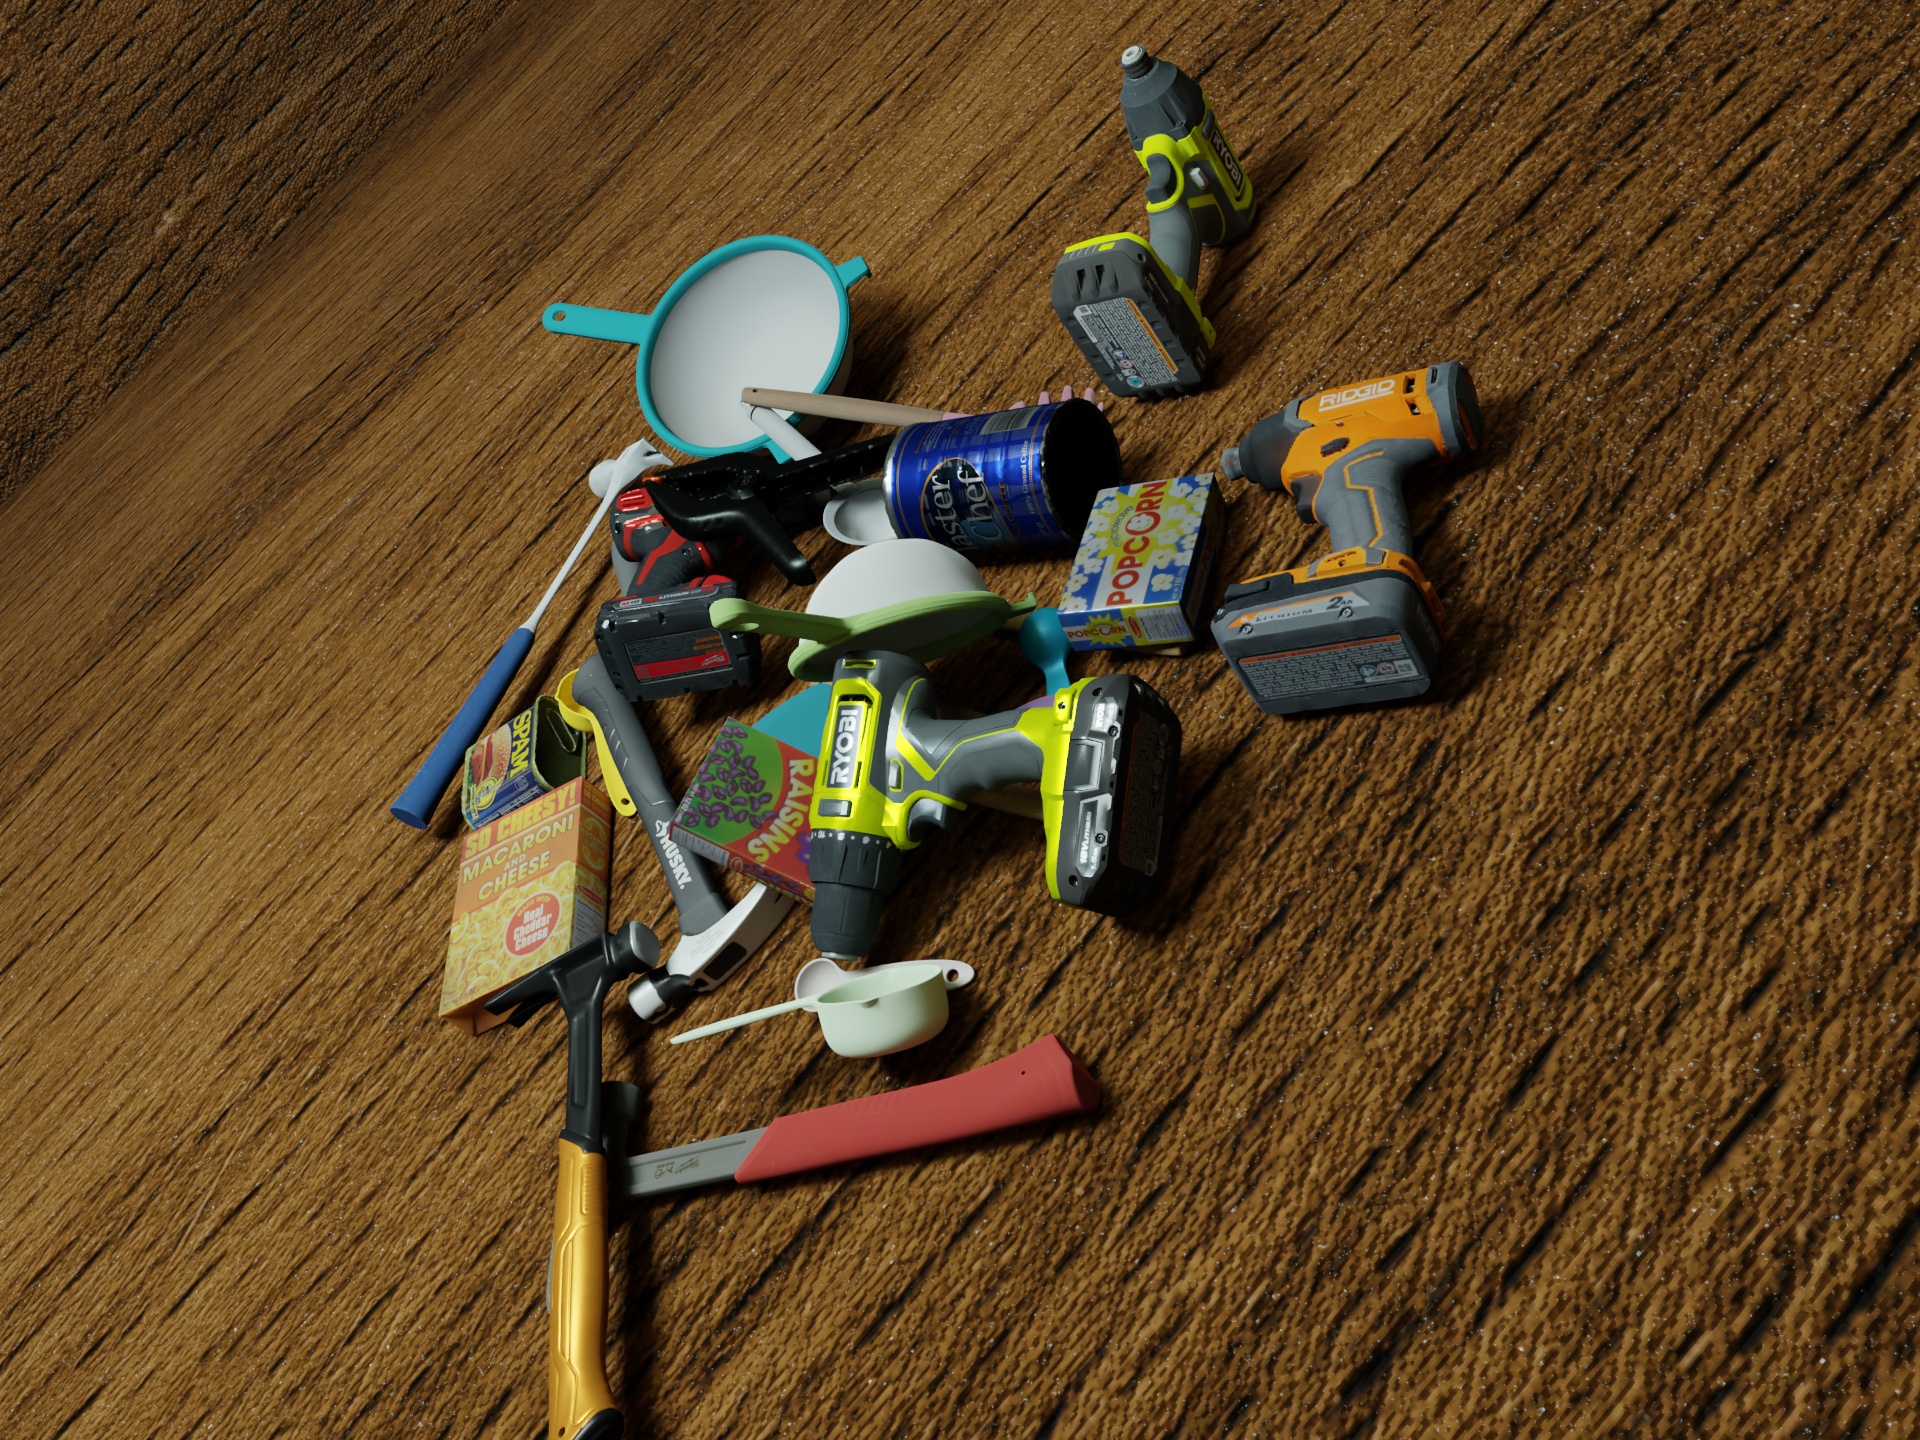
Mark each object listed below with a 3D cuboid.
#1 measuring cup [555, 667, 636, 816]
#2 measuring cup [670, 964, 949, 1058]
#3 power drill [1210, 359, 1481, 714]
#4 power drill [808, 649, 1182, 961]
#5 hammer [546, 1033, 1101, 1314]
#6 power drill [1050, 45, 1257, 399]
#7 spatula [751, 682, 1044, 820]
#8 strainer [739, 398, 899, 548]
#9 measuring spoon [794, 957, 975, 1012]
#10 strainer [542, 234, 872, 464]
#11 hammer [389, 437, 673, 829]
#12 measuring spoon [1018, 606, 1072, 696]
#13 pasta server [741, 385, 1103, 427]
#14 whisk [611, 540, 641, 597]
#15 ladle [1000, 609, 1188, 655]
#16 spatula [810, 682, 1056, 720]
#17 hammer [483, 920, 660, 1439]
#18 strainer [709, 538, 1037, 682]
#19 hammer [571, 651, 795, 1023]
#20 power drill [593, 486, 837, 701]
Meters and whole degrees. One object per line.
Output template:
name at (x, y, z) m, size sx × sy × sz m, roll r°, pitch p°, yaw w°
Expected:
measuring cup at (-0.282, 0.022, 1.269) m, size 0.062 × 0.029 × 0.157 m, roll -11°, pitch 53°, yaw -19°
measuring cup at (-0.087, 0.181, 0.928) m, size 0.167 × 0.038 × 0.083 m, roll -15°, pitch 2°, yaw 7°
power drill at (0.220, -0.115, 0.959) m, size 0.164 × 0.084 × 0.227 m, roll -8°, pitch 47°, yaw 34°
power drill at (0.006, 0.055, 0.947) m, size 0.228 × 0.080 × 0.191 m, roll 1°, pitch 76°, yaw 34°
hammer at (-0.087, 0.250, 0.915) m, size 0.359 × 0.036 × 0.149 m, roll -18°, pitch 46°, yaw 26°
power drill at (0.144, -0.365, 1.165) m, size 0.080 × 0.171 × 0.223 m, roll -3°, pitch 57°, yaw 36°
spatula at (-0.007, 0.033, 1.032) m, size 0.318 × 0.044 × 0.082 m, roll 12°, pitch 37°, yaw 41°
strainer at (-0.103, -0.194, 1.265) m, size 0.087 × 0.050 × 0.259 m, roll -31°, pitch 54°, yaw -22°
measuring spoon at (-0.045, 0.162, 0.978) m, size 0.124 × 0.018 × 0.034 m, roll -8°, pitch 62°, yaw 24°
strainer at (-0.228, -0.328, 1.437) m, size 0.340 × 0.095 × 0.211 m, roll 15°, pitch 81°, yaw 29°
hammer at (-0.373, -0.086, 1.390) m, size 0.144 × 0.035 × 0.406 m, roll -15°, pitch 44°, yaw 54°
measuring spoon at (0.060, -0.022, 1.029) m, size 0.042 × 0.021 × 0.129 m, roll -26°, pitch 54°, yaw 24°
pasta server at (-0.037, -0.242, 1.239) m, size 0.316 × 0.040 × 0.060 m, roll 12°, pitch 51°, yaw 24°
whisk at (-0.278, -0.106, 1.362) m, size 0.055 × 0.055 × 0.239 m, roll -35°, pitch 37°, yaw 8°
ladle at (0.027, -0.074, 1.112) m, size 0.316 × 0.031 × 0.069 m, roll 14°, pitch 61°, yaw 42°
spatula at (-0.002, -0.003, 1.070) m, size 0.316 × 0.018 × 0.060 m, roll 13°, pitch 93°, yaw 47°
hammer at (-0.234, 0.279, 0.953) m, size 0.127 × 0.034 × 0.337 m, roll -29°, pitch 43°, yaw 15°
strainer at (-0.075, -0.080, 1.006) m, size 0.151 × 0.256 × 0.069 m, roll -21°, pitch 78°, yaw 30°
hammer at (-0.220, 0.055, 1.163) m, size 0.146 × 0.035 × 0.335 m, roll -38°, pitch 47°, yaw 4°
power drill at (-0.191, -0.123, 1.256) m, size 0.188 × 0.080 × 0.227 m, roll -9°, pitch 39°, yaw 4°
